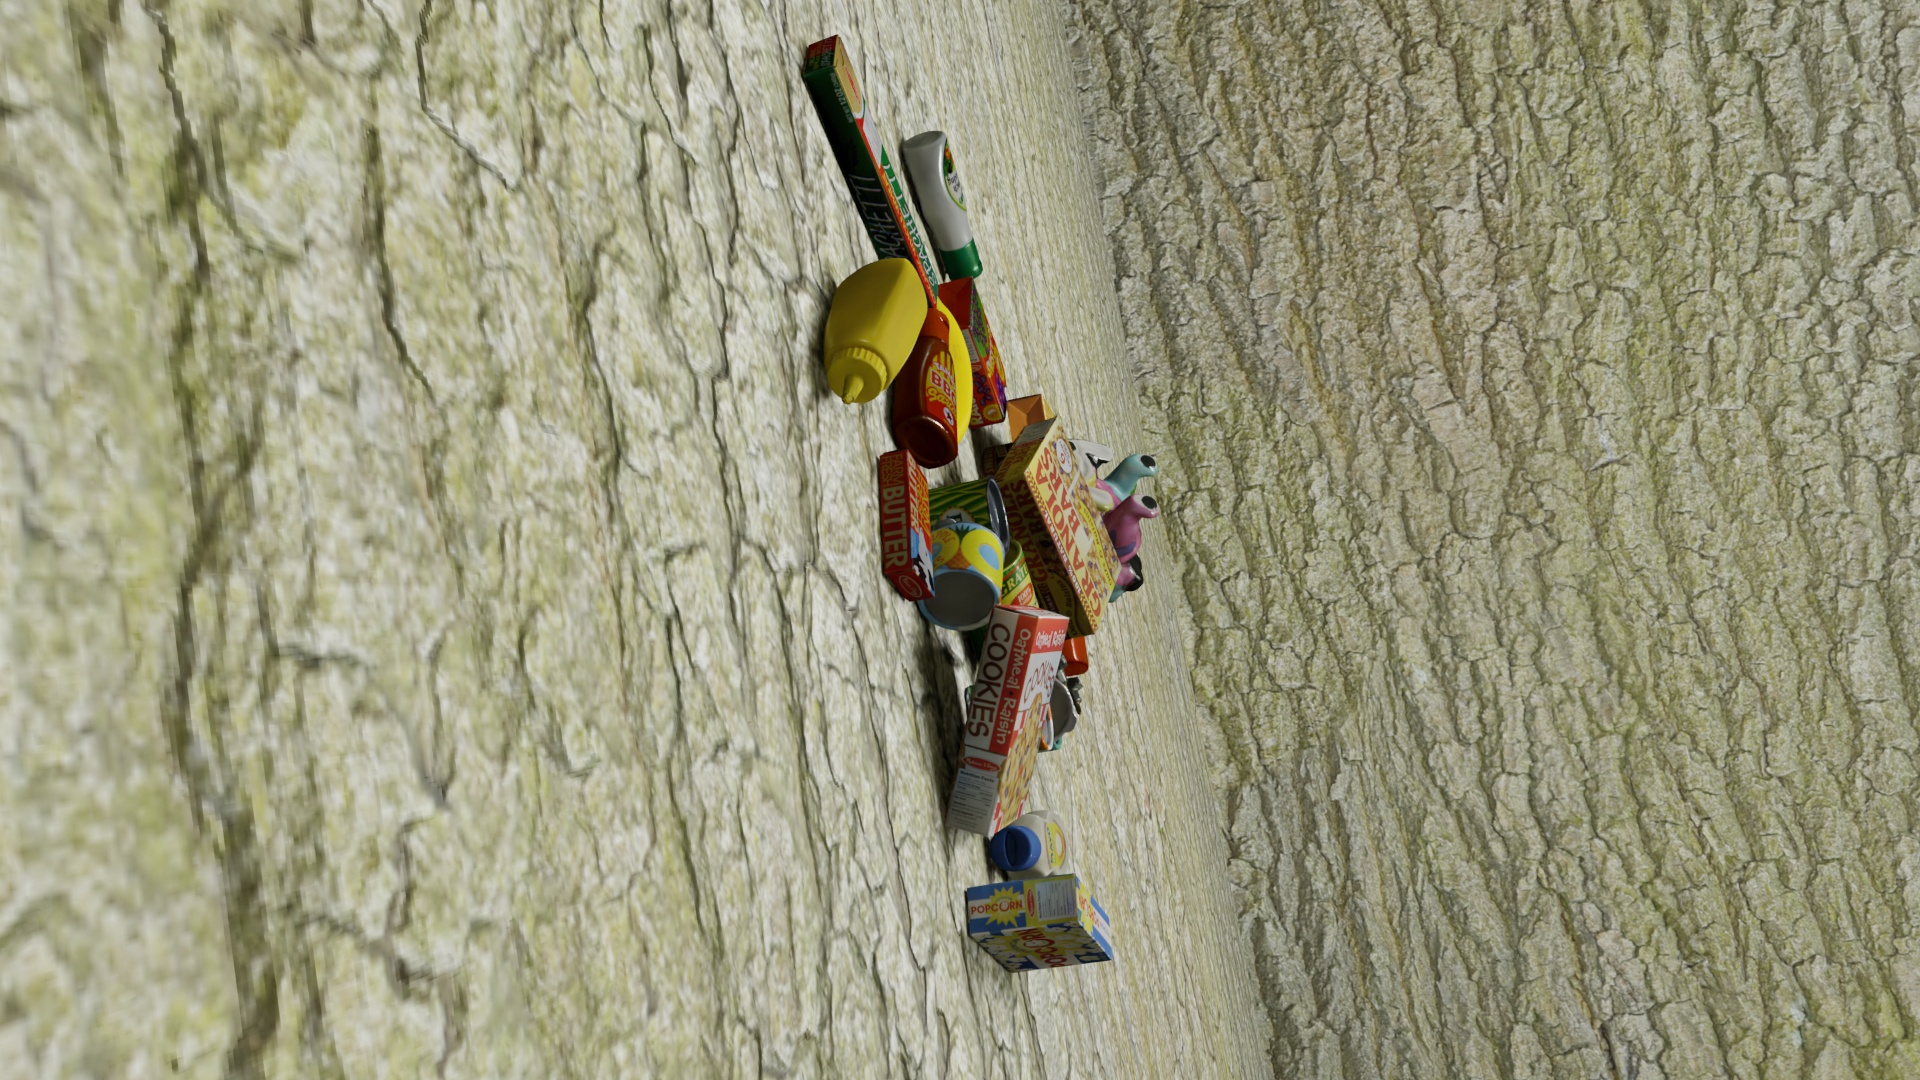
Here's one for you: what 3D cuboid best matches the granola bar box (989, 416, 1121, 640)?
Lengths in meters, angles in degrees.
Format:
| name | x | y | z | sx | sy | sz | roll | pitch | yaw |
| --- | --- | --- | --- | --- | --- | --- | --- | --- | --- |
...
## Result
| name | x | y | z | sx | sy | sz | roll | pitch | yaw |
| --- | --- | --- | --- | --- | --- | --- | --- | --- | --- |
| granola bar box | 0.087 | -0.011 | 1.249 | 0.165 | 0.039 | 0.125 | 65 | 27 | -20 |

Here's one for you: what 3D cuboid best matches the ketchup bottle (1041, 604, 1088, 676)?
| name | x | y | z | sx | sy | sz | roll | pitch | yaw |
| --- | --- | --- | --- | --- | --- | --- | --- | --- | --- |
| ketchup bottle | 0.113 | 0.075 | 1.561 | 0.064 | 0.043 | 0.149 | 51 | 30 | -65 |

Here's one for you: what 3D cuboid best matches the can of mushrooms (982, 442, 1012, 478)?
| name | x | y | z | sx | sy | sz | roll | pitch | yaw |
| --- | --- | --- | --- | --- | --- | --- | --- | --- | --- |
| can of mushrooms | 0.046 | -0.069 | 1.427 | 0.071 | 0.033 | 0.071 | -12 | 91 | -77 |

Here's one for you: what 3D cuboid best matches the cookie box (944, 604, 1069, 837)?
| name | x | y | z | sx | sy | sz | roll | pitch | yaw |
| --- | --- | --- | --- | --- | --- | --- | --- | --- | --- |
| cookie box | 0.037 | 0.134 | 1.074 | 0.123 | 0.040 | 0.167 | 15 | 88 | -75 |

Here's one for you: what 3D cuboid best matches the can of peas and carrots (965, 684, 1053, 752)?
| name | x | y | z | sx | sy | sz | roll | pitch | yaw |
| --- | --- | --- | --- | --- | --- | --- | --- | --- | --- |
| can of peas and carrots | 0.042 | 0.147 | 1.171 | 0.071 | 0.059 | 0.071 | -13 | 92 | -77 |

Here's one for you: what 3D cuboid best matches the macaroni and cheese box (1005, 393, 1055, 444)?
| name | x | y | z | sx | sy | sz | roll | pitch | yaw |
| --- | --- | --- | --- | --- | --- | --- | --- | --- | --- |
| macaroni and cheese box | 0.088 | -0.072 | 1.436 | 0.166 | 0.040 | 0.124 | 31 | 50 | -77 |

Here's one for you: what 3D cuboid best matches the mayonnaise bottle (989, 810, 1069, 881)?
| name | x | y | z | sx | sy | sz | roll | pitch | yaw |
| --- | --- | --- | --- | --- | --- | --- | --- | --- | --- |
| mayonnaise bottle | 0.059 | 0.262 | 1.184 | 0.148 | 0.041 | 0.065 | 38 | 44 | -71 |

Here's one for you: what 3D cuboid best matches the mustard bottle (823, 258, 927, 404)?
| name | x | y | z | sx | sy | sz | roll | pitch | yaw |
| --- | --- | --- | --- | --- | --- | --- | --- | --- | --- |
| mustard bottle | -0.065 | -0.138 | 0.966 | 0.161 | 0.065 | 0.048 | -77 | 148 | -48 |

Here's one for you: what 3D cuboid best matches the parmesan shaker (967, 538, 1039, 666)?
| name | x | y | z | sx | sy | sz | roll | pitch | yaw |
| --- | --- | --- | --- | --- | --- | --- | --- | --- | --- |
| parmesan shaker | 0.035 | 0.056 | 1.196 | 0.072 | 0.071 | 0.102 | -78 | 154 | -59 |

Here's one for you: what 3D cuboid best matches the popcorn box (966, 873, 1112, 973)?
| name | x | y | z | sx | sy | sz | roll | pitch | yaw |
| --- | --- | --- | --- | --- | --- | --- | --- | --- | --- |
| popcorn box | 0.063 | 0.298 | 1.074 | 0.126 | 0.085 | 0.038 | 60 | 24 | -55 |

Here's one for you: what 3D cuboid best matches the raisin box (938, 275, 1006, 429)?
| name | x | y | z | sx | sy | sz | roll | pitch | yaw |
| --- | --- | --- | --- | --- | --- | --- | --- | --- | --- |
| raisin box | 0.011 | -0.184 | 1.367 | 0.086 | 0.040 | 0.122 | -89 | 162 | -46 |

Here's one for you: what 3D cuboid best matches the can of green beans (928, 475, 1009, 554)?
| name | x | y | z | sx | sy | sz | roll | pitch | yaw |
| --- | --- | --- | --- | --- | --- | --- | --- | --- | --- |
| can of green beans | 0.004 | -0.016 | 1.152 | 0.071 | 0.058 | 0.071 | -13 | 91 | -77 |

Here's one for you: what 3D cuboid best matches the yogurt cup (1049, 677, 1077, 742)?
| name | x | y | z | sx | sy | sz | roll | pitch | yaw |
| --- | --- | --- | --- | --- | --- | --- | --- | --- | --- |
| yogurt cup | 0.070 | 0.151 | 1.279 | 0.054 | 0.072 | 0.072 | -50 | 128 | -84 |

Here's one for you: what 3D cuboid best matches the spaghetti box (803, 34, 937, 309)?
| name | x | y | z | sx | sy | sz | roll | pitch | yaw |
| --- | --- | --- | --- | --- | --- | --- | --- | --- | --- |
| spaghetti box | -0.069 | -0.289 | 1.141 | 0.249 | 0.028 | 0.050 | 66 | 18 | -44 |

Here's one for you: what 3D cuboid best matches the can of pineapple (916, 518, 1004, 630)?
| name | x | y | z | sx | sy | sz | roll | pitch | yaw |
| --- | --- | --- | --- | --- | --- | --- | --- | --- | --- |
| can of pineapple | -0.001 | 0.027 | 1.081 | 0.058 | 0.071 | 0.070 | -84 | 159 | -52 |

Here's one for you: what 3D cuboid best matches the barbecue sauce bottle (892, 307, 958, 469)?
| name | x | y | z | sx | sy | sz | roll | pitch | yaw |
| --- | --- | --- | --- | --- | --- | --- | --- | --- | --- |
| barbecue sauce bottle | -0.028 | -0.131 | 1.145 | 0.064 | 0.043 | 0.149 | 50 | 29 | -41 |

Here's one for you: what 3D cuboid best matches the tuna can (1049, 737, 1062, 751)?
| name | x | y | z | sx | sy | sz | roll | pitch | yaw |
| --- | --- | --- | --- | --- | --- | --- | --- | --- | --- |
| tuna can | 0.076 | 0.173 | 1.348 | 0.071 | 0.033 | 0.071 | -13 | 91 | -76 |

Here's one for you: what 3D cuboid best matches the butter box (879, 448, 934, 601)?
| name | x | y | z | sx | sy | sz | roll | pitch | yaw |
| --- | --- | --- | --- | --- | --- | --- | --- | --- | --- |
| butter box | -0.040 | -0.012 | 1.037 | 0.053 | 0.024 | 0.104 | 56 | 26 | -60 |

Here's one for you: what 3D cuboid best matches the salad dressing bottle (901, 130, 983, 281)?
| name | x | y | z | sx | sy | sz | roll | pitch | yaw |
| --- | --- | --- | --- | --- | --- | --- | --- | --- | --- |
| salad dressing bottle | -0.015 | -0.326 | 1.366 | 0.064 | 0.044 | 0.147 | -82 | 157 | -52 |
